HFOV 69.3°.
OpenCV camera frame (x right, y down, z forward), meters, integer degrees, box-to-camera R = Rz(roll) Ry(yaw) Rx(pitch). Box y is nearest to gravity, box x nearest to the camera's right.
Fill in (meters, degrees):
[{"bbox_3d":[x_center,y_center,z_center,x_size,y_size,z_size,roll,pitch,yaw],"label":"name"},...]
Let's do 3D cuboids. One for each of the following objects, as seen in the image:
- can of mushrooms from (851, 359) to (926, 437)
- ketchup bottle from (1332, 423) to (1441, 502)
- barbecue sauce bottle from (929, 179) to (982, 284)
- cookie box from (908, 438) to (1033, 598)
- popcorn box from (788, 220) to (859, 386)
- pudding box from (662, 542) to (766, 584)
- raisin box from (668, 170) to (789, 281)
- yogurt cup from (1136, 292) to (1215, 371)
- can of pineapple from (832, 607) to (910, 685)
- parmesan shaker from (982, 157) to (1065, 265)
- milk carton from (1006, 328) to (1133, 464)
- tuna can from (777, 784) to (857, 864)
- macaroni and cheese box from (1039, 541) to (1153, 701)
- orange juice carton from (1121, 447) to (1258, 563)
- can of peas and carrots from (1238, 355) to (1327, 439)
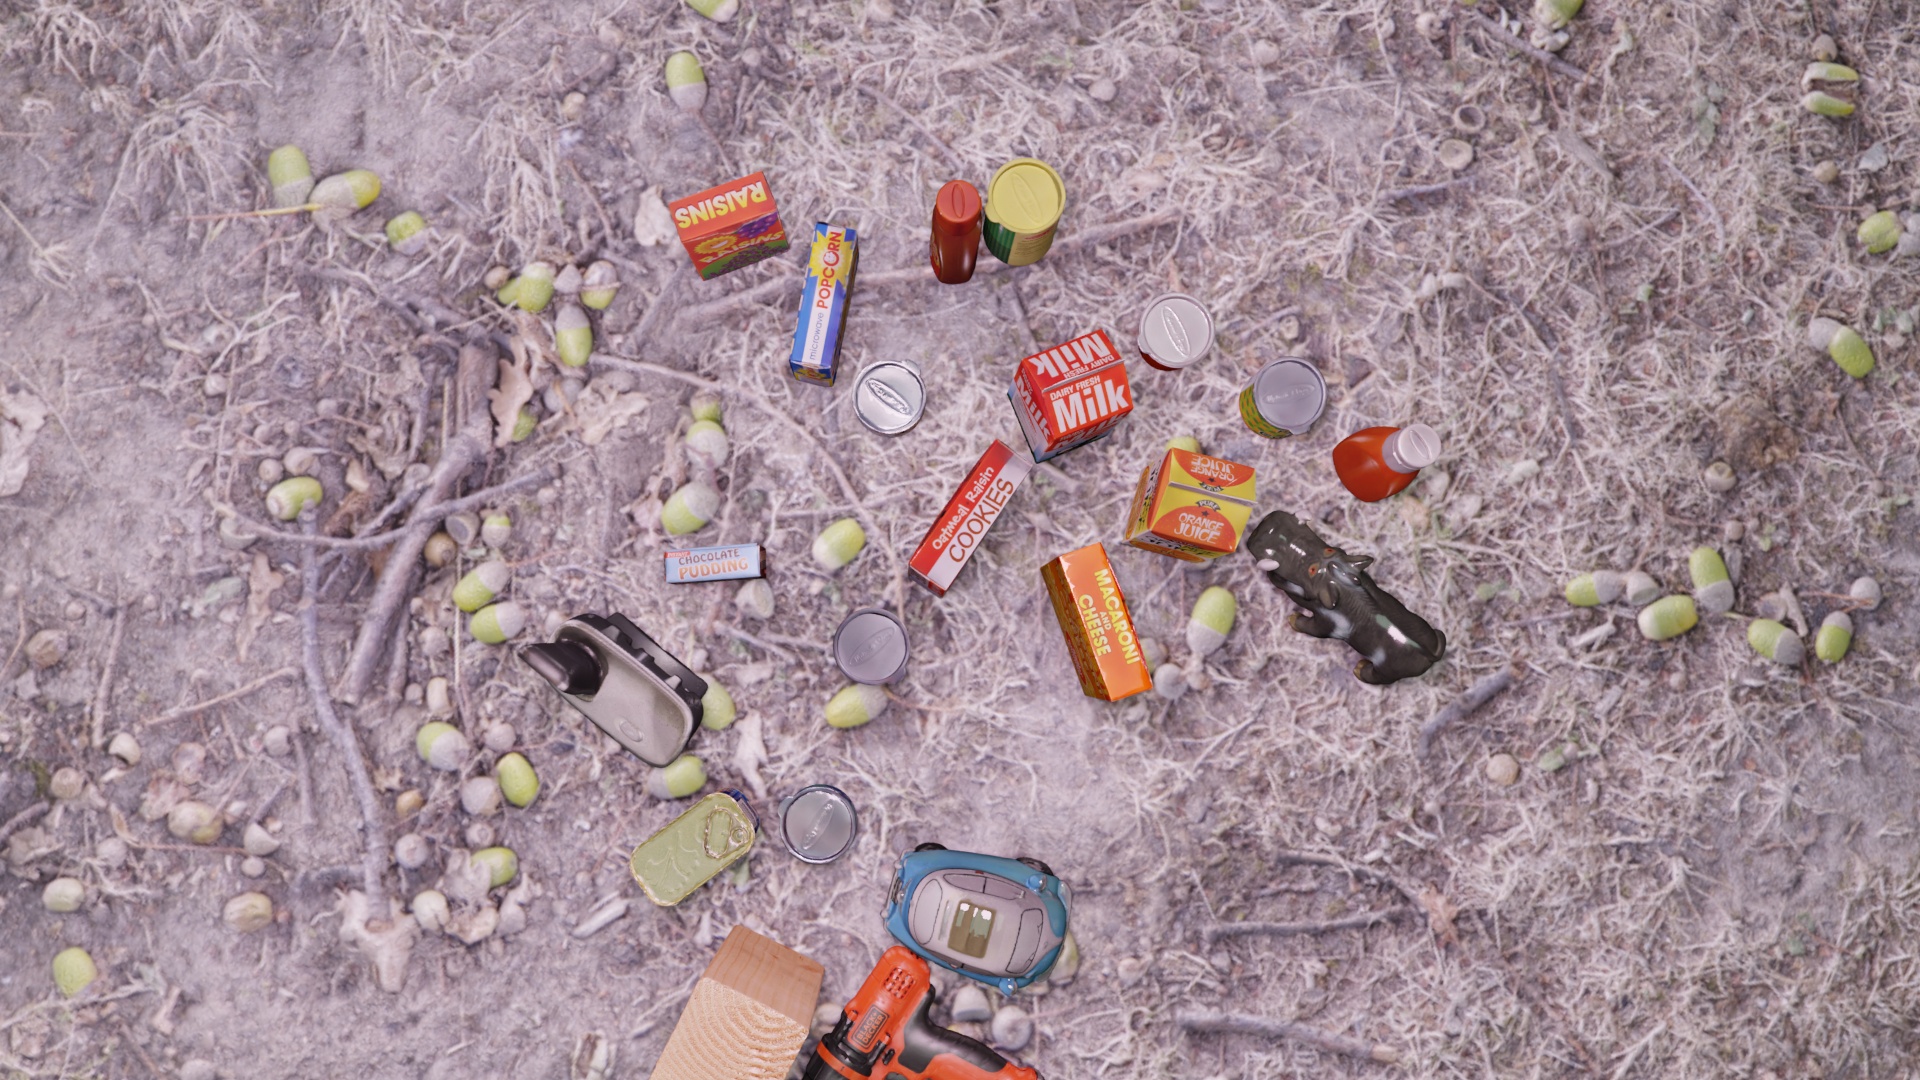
[{"bbox_3d":[-0.062,-0.128,1.240,0.071,0.033,0.071,0,85,-2],"label":"can of mushrooms"},{"bbox_3d":[0.368,-0.070,1.196,0.043,0.148,0.065,-32,87,-4],"label":"ketchup bottle"},{"bbox_3d":[-0.004,-0.269,1.198,0.044,0.148,0.065,-4,86,-3],"label":"barbecue sauce bottle"},{"bbox_3d":[0.004,-0.015,1.165,0.040,0.167,0.123,34,85,1],"label":"cookie box"},{"bbox_3d":[-0.119,-0.205,1.219,0.038,0.085,0.127,10,85,-1],"label":"popcorn box"},{"bbox_3d":[-0.213,0.021,1.212,0.084,0.049,0.030,-4,85,-3],"label":"pudding box"},{"bbox_3d":[-0.198,-0.270,1.202,0.086,0.123,0.040,-20,86,-4],"label":"raisin box"},{"bbox_3d":[0.190,-0.184,1.246,0.072,0.054,0.072,0,85,-2],"label":"yogurt cup"},{"bbox_3d":[-0.076,0.094,1.207,0.071,0.058,0.071,0,85,-2],"label":"can of pineapple"},{"bbox_3d":[0.052,-0.287,1.225,0.071,0.103,0.071,0,85,-2],"label":"parmesan shaker"},{"bbox_3d":[0.092,-0.122,1.167,0.072,0.190,0.073,-22,87,-4],"label":"milk carton"},{"bbox_3d":[-0.125,0.244,1.204,0.071,0.033,0.071,0,85,-2],"label":"tuna can"},{"bbox_3d":[0.111,0.069,1.163,0.040,0.166,0.123,-19,86,-4],"label":"macaroni and cheese box"},{"bbox_3d":[0.192,-0.029,1.162,0.072,0.192,0.073,15,85,-1],"label":"orange juice carton"},{"bbox_3d":[0.288,-0.124,1.242,0.071,0.058,0.071,0,85,-2],"label":"can of peas and carrots"}]
